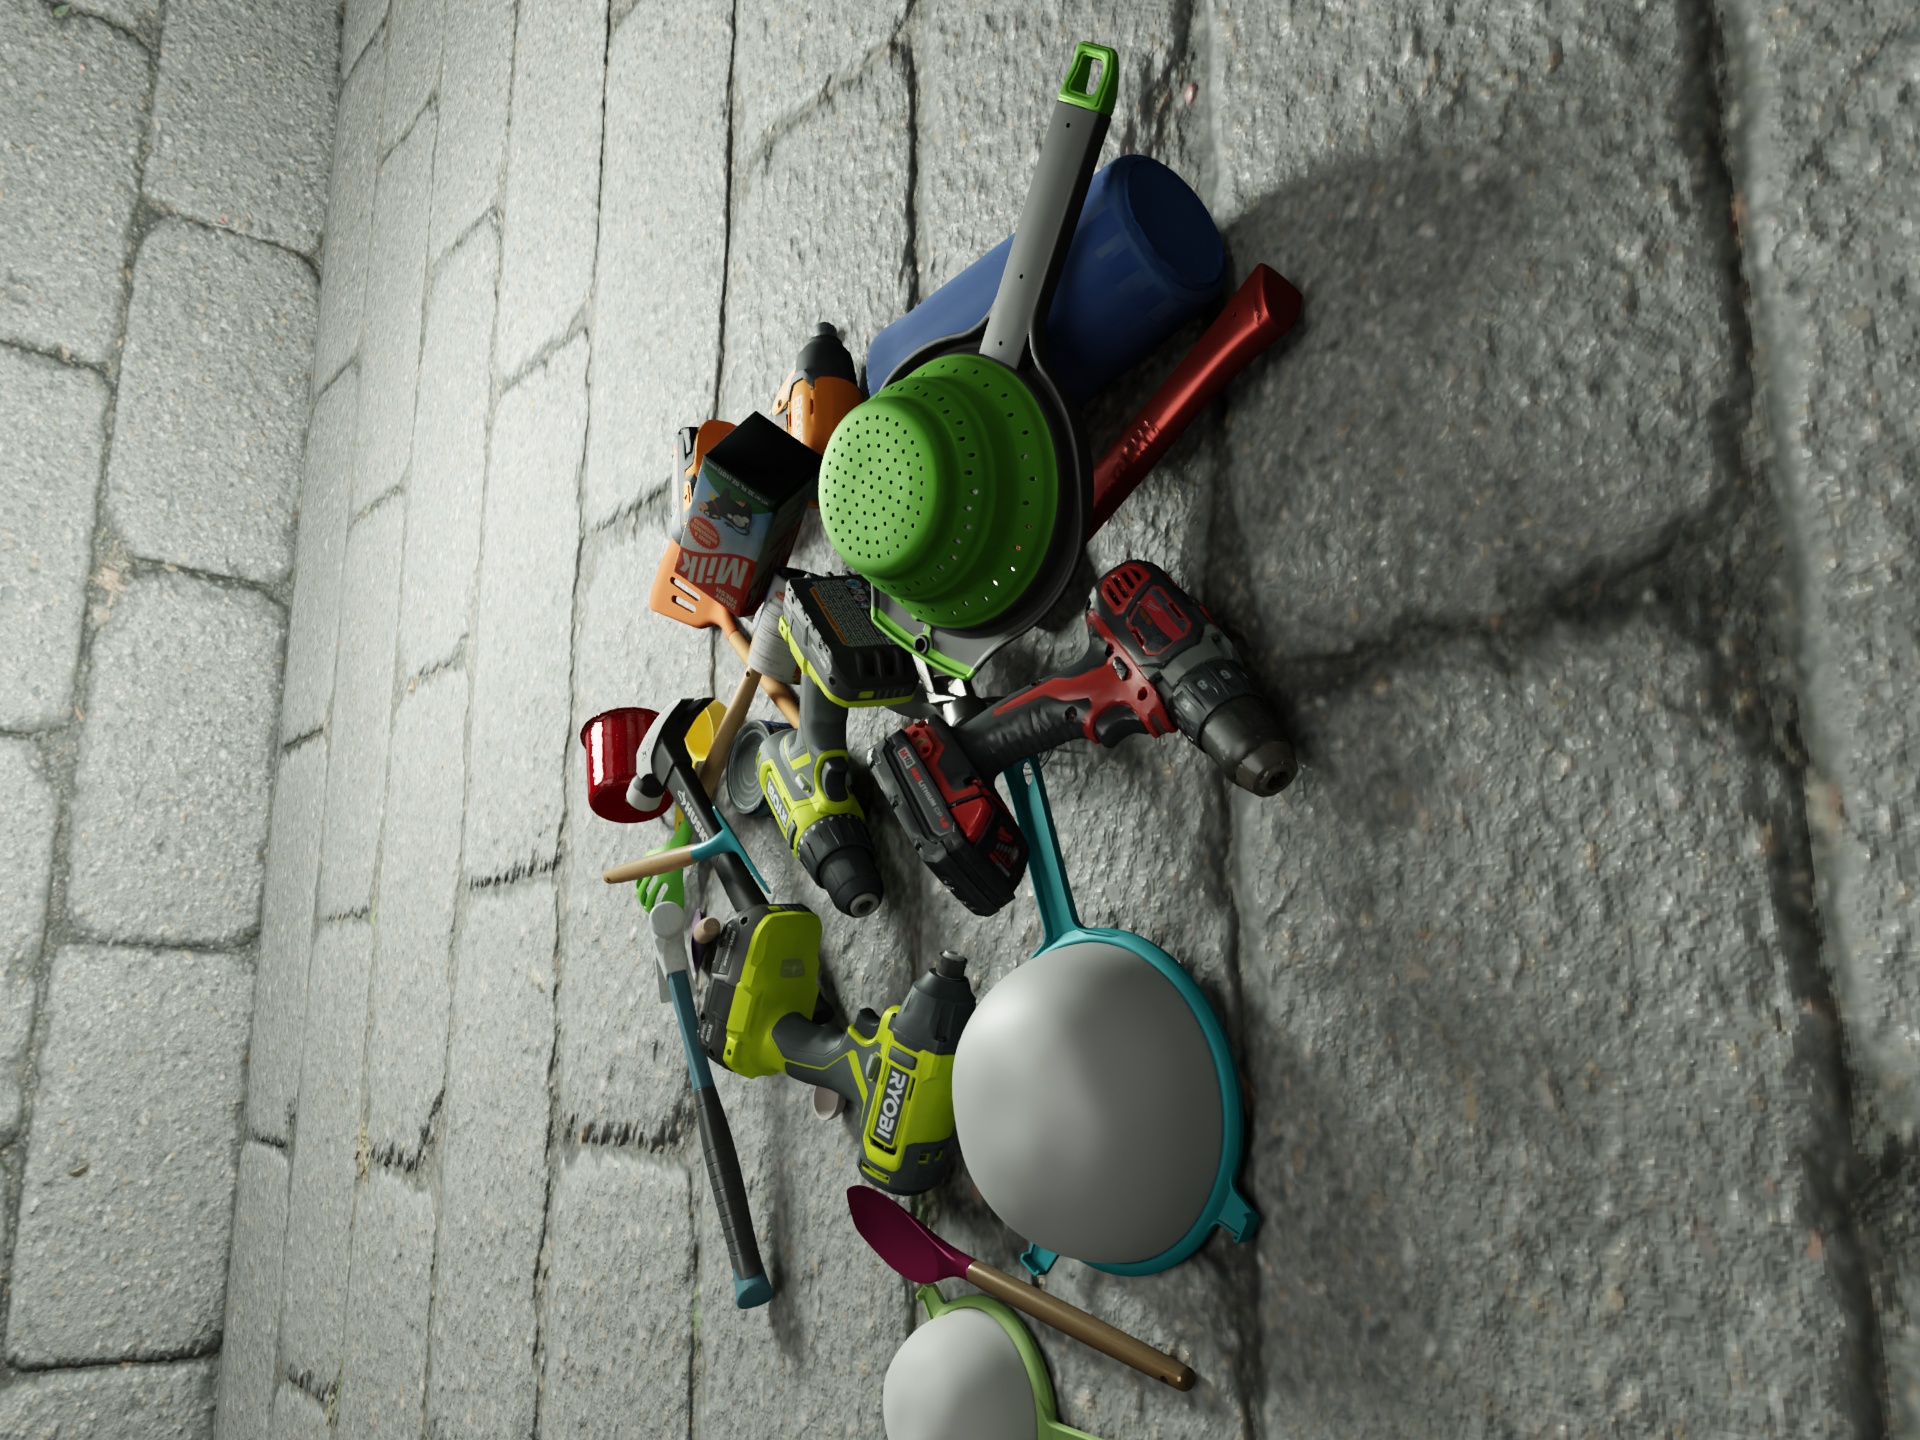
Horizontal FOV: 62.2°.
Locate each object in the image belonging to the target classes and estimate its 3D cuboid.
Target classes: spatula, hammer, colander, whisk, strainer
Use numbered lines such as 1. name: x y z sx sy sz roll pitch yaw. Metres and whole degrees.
1. spatula: -0.216 0.181 1.335 0.316 0.018 0.060 138 132 -74
2. spatula: -0.205 -0.065 1.456 0.323 0.041 0.081 47 119 46
3. hammer: -0.212 0.324 1.339 0.128 0.033 0.331 113 142 -66
4. hammer: -0.193 0.125 1.356 0.335 0.035 0.146 55 132 32
5. spatula: -0.244 0.121 1.356 0.317 0.044 0.082 -19 107 52
6. colander: 0.002 -0.218 0.978 0.205 0.094 0.397 33 115 36
7. whisk: -0.001 -0.003 1.163 0.239 0.055 0.055 18 97 58
8. strainer: 0.022 0.453 1.004 0.256 0.069 0.151 -13 72 54
9. hammer: 0.086 -0.150 1.042 0.359 0.036 0.149 -49 37 26
10. strainer: 0.047 0.173 0.977 0.211 0.095 0.341 -29 68 44

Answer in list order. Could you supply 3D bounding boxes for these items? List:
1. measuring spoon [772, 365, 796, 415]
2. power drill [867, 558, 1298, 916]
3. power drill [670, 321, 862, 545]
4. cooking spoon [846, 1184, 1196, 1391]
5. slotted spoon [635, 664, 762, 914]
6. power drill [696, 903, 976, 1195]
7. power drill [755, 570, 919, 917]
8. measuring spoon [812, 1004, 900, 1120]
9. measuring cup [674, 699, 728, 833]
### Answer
1. measuring spoon: -0.144 -0.317 1.456 0.117 0.011 0.021 -44 49 44
2. power drill: 0.076 0.021 0.959 0.226 0.080 0.188 -35 49 3
3. power drill: -0.168 -0.246 1.415 0.226 0.084 0.164 -18 68 46
4. cooking spoon: 0.027 0.368 1.035 0.319 0.017 0.068 8 116 48
5. slotted spoon: -0.240 0.069 1.460 0.070 0.031 0.313 43 122 26
6. power drill: -0.085 0.223 1.174 0.223 0.080 0.171 19 98 39
7. power drill: -0.094 0.020 1.223 0.191 0.080 0.228 -123 36 -44
8. measuring spoon: -0.075 0.264 1.232 0.124 0.018 0.034 -53 44 23
9. measuring cup: -0.245 0.048 1.507 0.062 0.029 0.156 46 132 38
